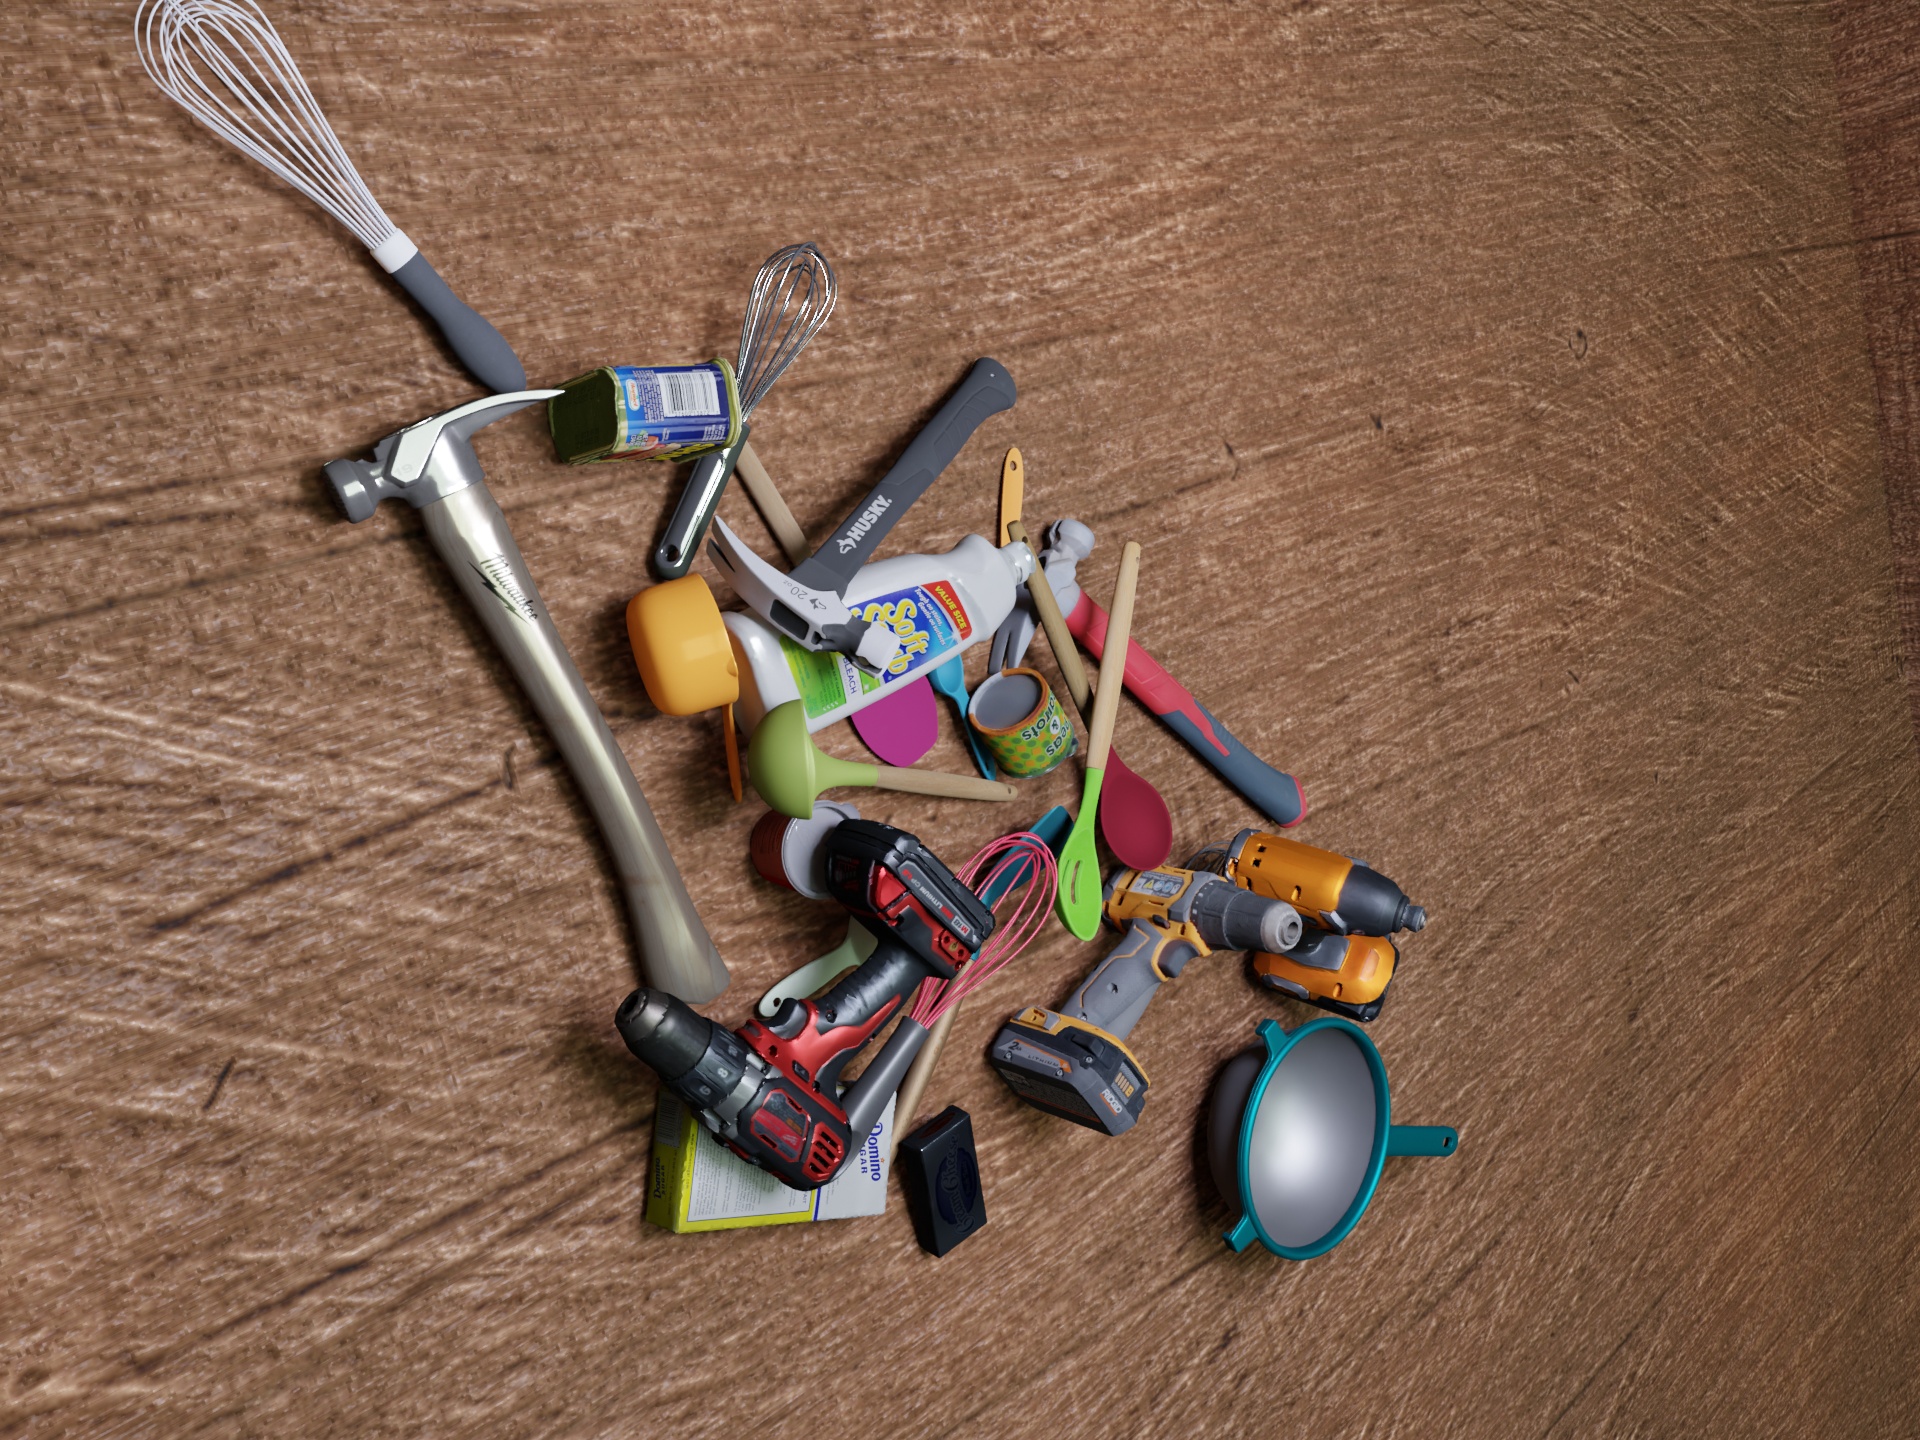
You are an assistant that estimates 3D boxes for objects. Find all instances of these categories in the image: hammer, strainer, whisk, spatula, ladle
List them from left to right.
[{"bbox_3d":[-0.348,-0.296,0.911,0.284,0.070,0.070,51,59,-34],"label":"whisk"},{"bbox_3d":[-0.234,-0.001,1.000,0.146,0.038,0.410,-31,112,-21],"label":"hammer"},{"bbox_3d":[-0.148,-0.206,1.060,0.059,0.058,0.246,38,76,-81],"label":"whisk"},{"bbox_3d":[-0.046,-0.169,1.129,0.146,0.035,0.335,30,48,4],"label":"hammer"},{"bbox_3d":[-0.038,0.039,1.124,0.320,0.062,0.078,11,70,-56],"label":"ladle"},{"bbox_3d":[-0.021,0.200,1.132,0.073,0.073,0.296,48,66,-30],"label":"whisk"},{"bbox_3d":[0.005,0.209,1.211,0.318,0.044,0.082,-66,159,-17],"label":"spatula"},{"bbox_3d":[0.098,-0.016,1.258,0.069,0.031,0.315,-38,117,-31],"label":"ladle"},{"bbox_3d":[0.172,0.196,1.357,0.239,0.055,0.055,-51,120,-23],"label":"whisk"},{"bbox_3d":[0.176,-0.001,1.362,0.385,0.038,0.143,40,67,-33],"label":"hammer"},{"bbox_3d":[0.331,0.374,1.458,0.340,0.095,0.211,15,83,-42],"label":"strainer"}]

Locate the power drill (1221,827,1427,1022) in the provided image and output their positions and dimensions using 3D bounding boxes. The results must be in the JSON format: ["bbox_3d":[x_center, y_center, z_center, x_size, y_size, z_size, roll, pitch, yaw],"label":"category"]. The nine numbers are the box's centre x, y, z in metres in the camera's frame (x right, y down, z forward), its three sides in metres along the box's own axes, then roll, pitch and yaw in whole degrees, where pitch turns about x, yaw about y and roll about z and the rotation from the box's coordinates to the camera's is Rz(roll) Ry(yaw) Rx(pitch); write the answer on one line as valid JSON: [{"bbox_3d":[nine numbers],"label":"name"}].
[{"bbox_3d":[0.318,0.179,1.358,0.084,0.164,0.226,-63,152,-21],"label":"power drill"}]

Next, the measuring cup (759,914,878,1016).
[{"bbox_3d":[-0.073,0.171,1.148,0.167,0.038,0.083,-29,108,-39],"label":"measuring cup"}]

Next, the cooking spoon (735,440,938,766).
[{"bbox_3d":[-0.103,-0.100,1.138,0.069,0.017,0.318,-40,115,-22],"label":"cooking spoon"}]

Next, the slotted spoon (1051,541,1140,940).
[{"bbox_3d":[0.109,0.013,1.237,0.070,0.031,0.314,22,76,-56],"label":"slotted spoon"}]

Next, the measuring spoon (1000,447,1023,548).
[{"bbox_3d":[0.037,-0.160,1.265,0.021,0.011,0.117,12,78,-40],"label":"measuring spoon"}]

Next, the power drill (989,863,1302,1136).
[{"bbox_3d":[0.149,0.210,1.246,0.226,0.185,0.084,-50,121,-25],"label":"power drill"}]

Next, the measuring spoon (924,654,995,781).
[{"bbox_3d":[-0.002,-0.004,1.228,0.042,0.021,0.128,-59,136,-48],"label":"measuring spoon"}]

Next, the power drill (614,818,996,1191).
[{"bbox_3d":[-0.101,0.171,1.037,0.187,0.080,0.227,47,69,-29],"label":"power drill"}]

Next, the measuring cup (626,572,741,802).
[{"bbox_3d":[-0.179,-0.011,1.047,0.052,0.095,0.173,-17,124,-19],"label":"measuring cup"}]
